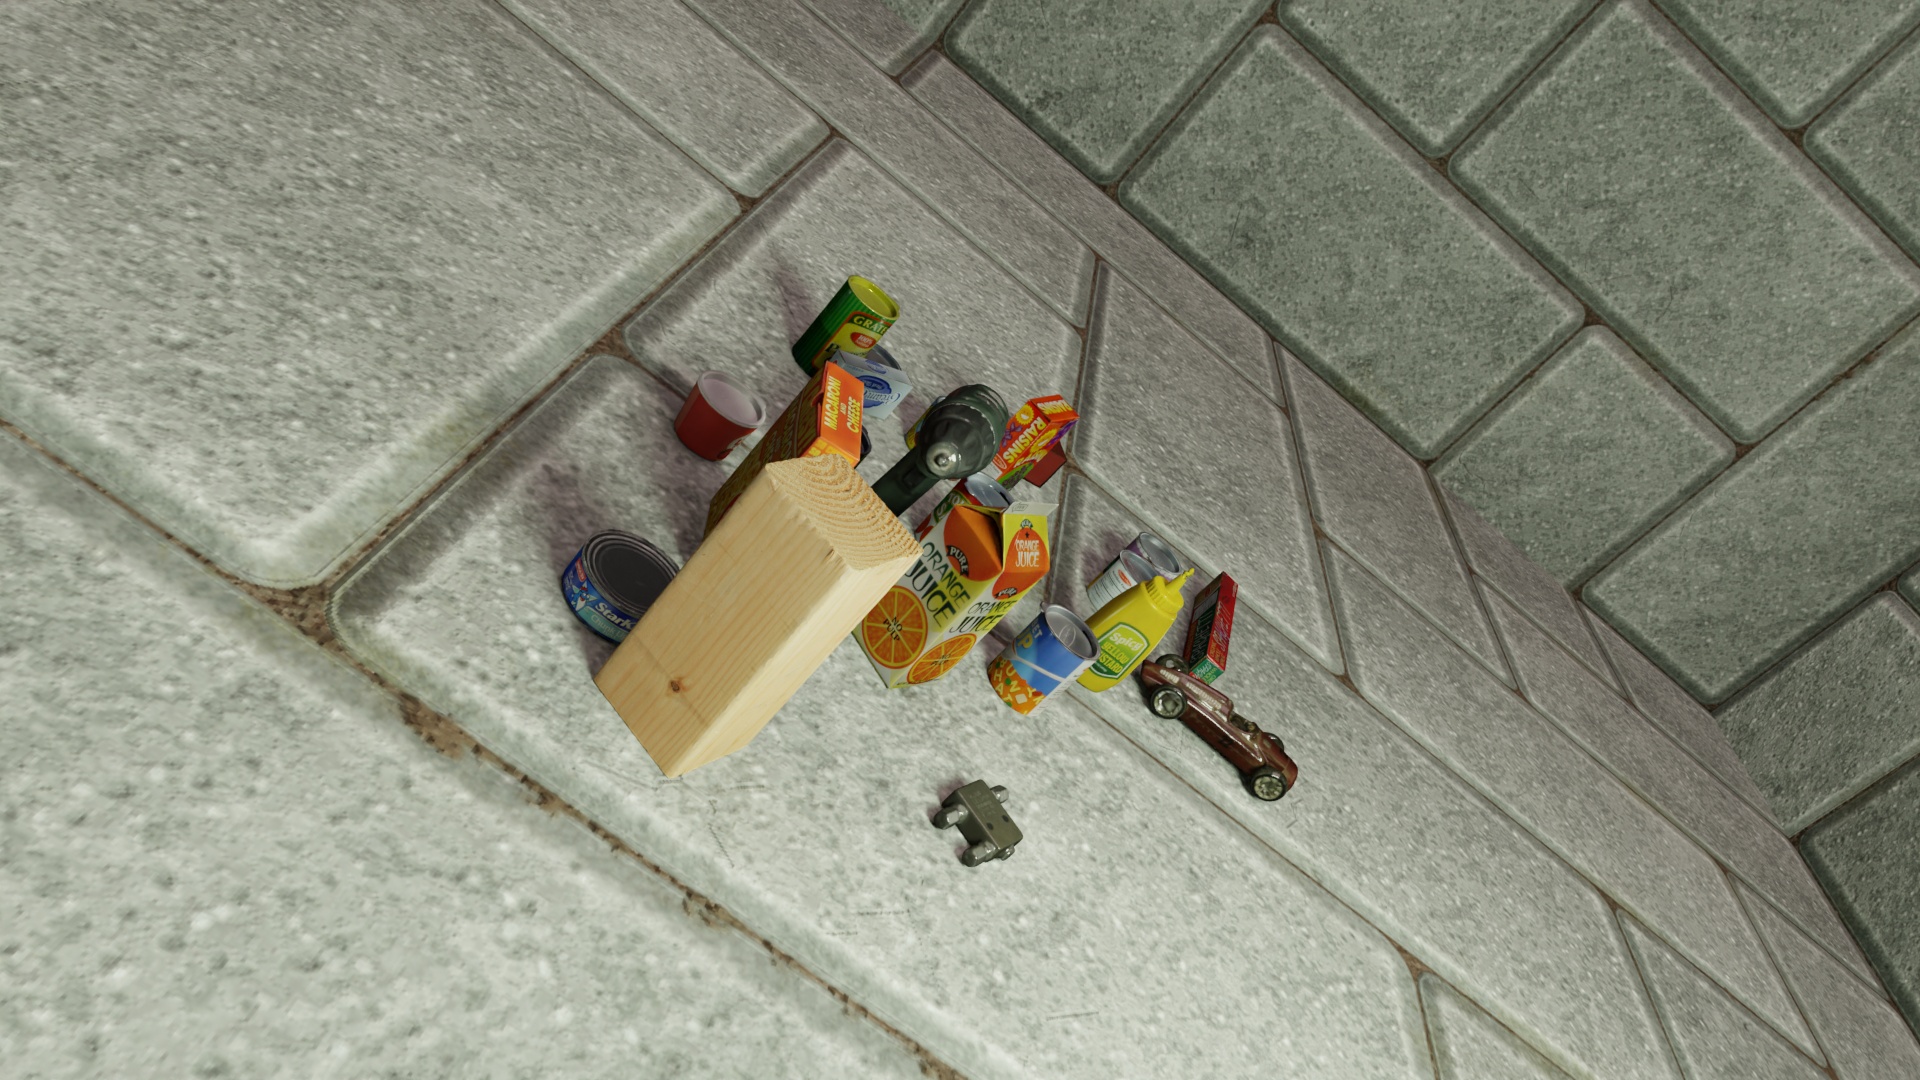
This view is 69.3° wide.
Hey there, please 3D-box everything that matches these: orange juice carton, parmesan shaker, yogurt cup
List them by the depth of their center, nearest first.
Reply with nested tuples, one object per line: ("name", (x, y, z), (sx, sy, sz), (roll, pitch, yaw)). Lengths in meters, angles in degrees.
("orange juice carton", (0.001, 0.033, 1.135), (0.072, 0.192, 0.073), (2, 47, -55))
("yogurt cup", (-0.212, -0.106, 1.207), (0.072, 0.053, 0.073), (34, 26, -19))
("parmesan shaker", (-0.119, -0.218, 1.460), (0.071, 0.102, 0.072), (34, 26, -19))

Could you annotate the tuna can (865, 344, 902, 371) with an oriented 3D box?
("tuna can", (-0.100, -0.191, 1.528), (0.071, 0.032, 0.071), (34, 26, -19))

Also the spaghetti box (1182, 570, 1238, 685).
("spaghetti box", (0.289, 0.105, 1.611), (0.028, 0.050, 0.251), (42, 25, -4))

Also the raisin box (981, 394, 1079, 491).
("raisin box", (0.065, -0.103, 1.525), (0.040, 0.123, 0.086), (49, 25, 12))

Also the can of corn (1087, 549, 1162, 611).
("can of corn", (0.183, 0.054, 1.527), (0.071, 0.058, 0.071), (34, 26, -19))

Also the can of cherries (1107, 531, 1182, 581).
("can of cherries", (0.210, 0.034, 1.599), (0.071, 0.058, 0.072), (34, 26, -19))

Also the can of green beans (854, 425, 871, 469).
("can of green beans", (-0.126, -0.084, 1.293), (0.071, 0.057, 0.071), (34, 26, -19))

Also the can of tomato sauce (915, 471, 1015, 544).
("can of tomato sauce", (0.005, -0.017, 1.349), (0.071, 0.082, 0.071), (34, 26, -19))

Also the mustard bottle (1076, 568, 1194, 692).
("mustard bottle", (0.167, 0.079, 1.344), (0.065, 0.159, 0.049), (37, 25, -14))

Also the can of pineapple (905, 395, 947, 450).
("can of pineapple", (-0.019, -0.113, 1.496), (0.071, 0.057, 0.071), (34, 26, -19))

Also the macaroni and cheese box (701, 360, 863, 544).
("macaroni and cheese box", (-0.141, -0.046, 1.083), (0.040, 0.166, 0.124), (33, 27, -22))

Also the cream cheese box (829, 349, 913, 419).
("cream cheese box", (-0.103, -0.162, 1.455), (0.104, 0.053, 0.024), (12, 39, -48))

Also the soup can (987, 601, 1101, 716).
("soup can", (0.073, 0.106, 1.254), (0.071, 0.083, 0.072), (34, 26, -19))
